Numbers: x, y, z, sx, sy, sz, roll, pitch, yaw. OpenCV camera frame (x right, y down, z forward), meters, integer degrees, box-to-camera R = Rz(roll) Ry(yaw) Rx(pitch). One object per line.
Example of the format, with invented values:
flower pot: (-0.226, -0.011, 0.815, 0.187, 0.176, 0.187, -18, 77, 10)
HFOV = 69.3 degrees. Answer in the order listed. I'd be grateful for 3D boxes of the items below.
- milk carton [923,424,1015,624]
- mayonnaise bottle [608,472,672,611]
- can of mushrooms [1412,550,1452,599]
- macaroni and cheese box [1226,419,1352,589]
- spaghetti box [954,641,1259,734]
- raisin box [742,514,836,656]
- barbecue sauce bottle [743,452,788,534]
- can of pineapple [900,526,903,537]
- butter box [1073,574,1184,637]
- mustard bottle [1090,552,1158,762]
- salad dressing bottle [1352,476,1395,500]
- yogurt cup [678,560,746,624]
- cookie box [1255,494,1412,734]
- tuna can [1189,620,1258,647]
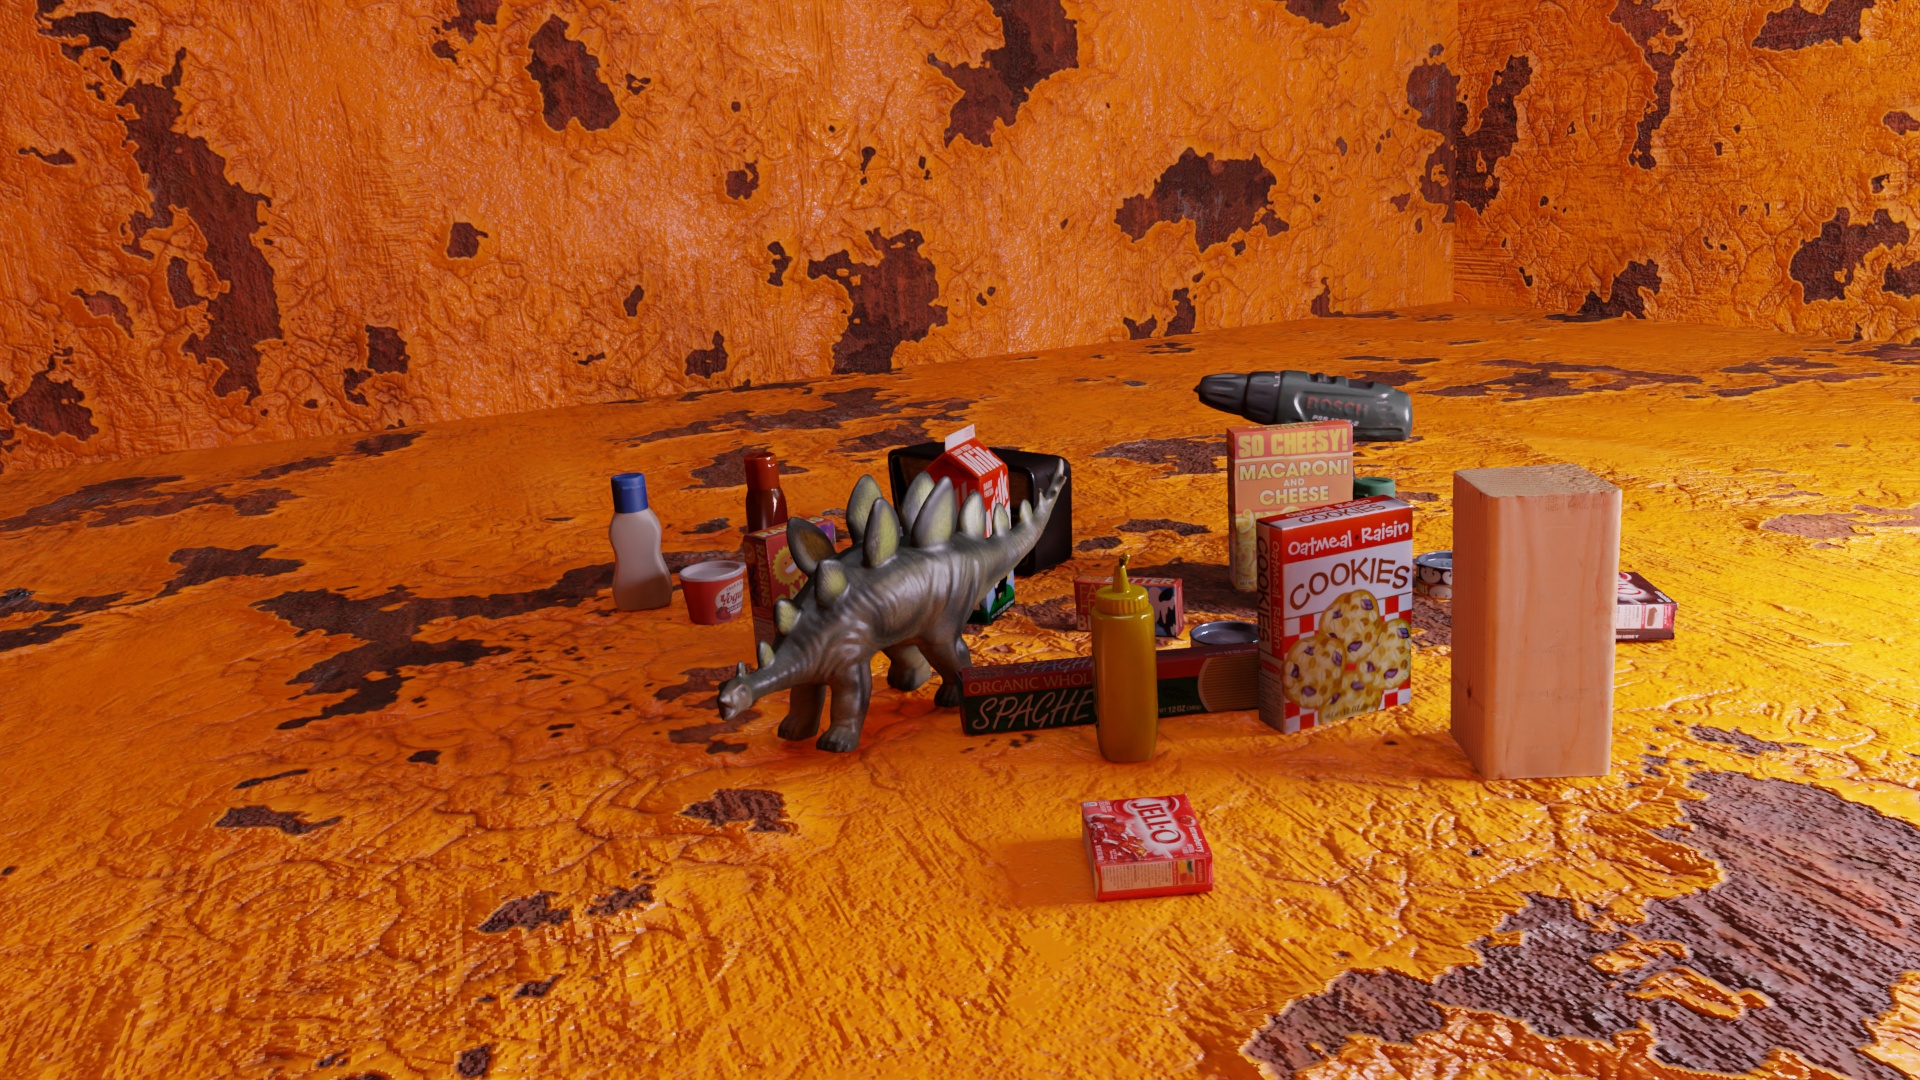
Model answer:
milk carton: (0.005, -0.018, 1.404, 0.073, 0.190, 0.072, 2, 16, 24)
mayonnaise bottle: (-0.353, 0.001, 1.512, 0.065, 0.147, 0.041, -6, 15, -7)
can of mushrooms: (0.486, 0.034, 1.385, 0.071, 0.033, 0.071, -4, 15, 1)
macaroni and cheese box: (0.340, -0.038, 1.435, 0.124, 0.166, 0.040, -4, 14, 0)
spaghetti box: (0.122, 0.120, 1.129, 0.250, 0.050, 0.029, -5, 15, -3)
raisin box: (-0.160, 0.046, 1.342, 0.086, 0.123, 0.040, -18, 20, -42)
barbecue sauce bottle: (-0.218, -0.024, 1.570, 0.043, 0.148, 0.065, -1, 15, 14)
can of pineapple: (-0.067, 0.020, 1.540, 0.071, 0.057, 0.071, -4, 15, 1)
butter box: (0.161, 0.062, 1.331, 0.103, 0.053, 0.024, 2, 16, 23)
mustard bottle: (0.123, 0.085, 1.048, 0.049, 0.159, 0.065, -3, 14, 5)
salad dressing bottle: (0.374, 0.017, 1.258, 0.044, 0.147, 0.064, -15, 18, -36)
yogurt cup: (-0.261, 0.055, 1.467, 0.072, 0.053, 0.072, -4, 15, 1)
cookie box: (0.294, 0.056, 1.094, 0.123, 0.167, 0.040, -10, 15, -21)
tuna can: (0.237, 0.095, 1.223, 0.071, 0.032, 0.071, -4, 15, 1)
